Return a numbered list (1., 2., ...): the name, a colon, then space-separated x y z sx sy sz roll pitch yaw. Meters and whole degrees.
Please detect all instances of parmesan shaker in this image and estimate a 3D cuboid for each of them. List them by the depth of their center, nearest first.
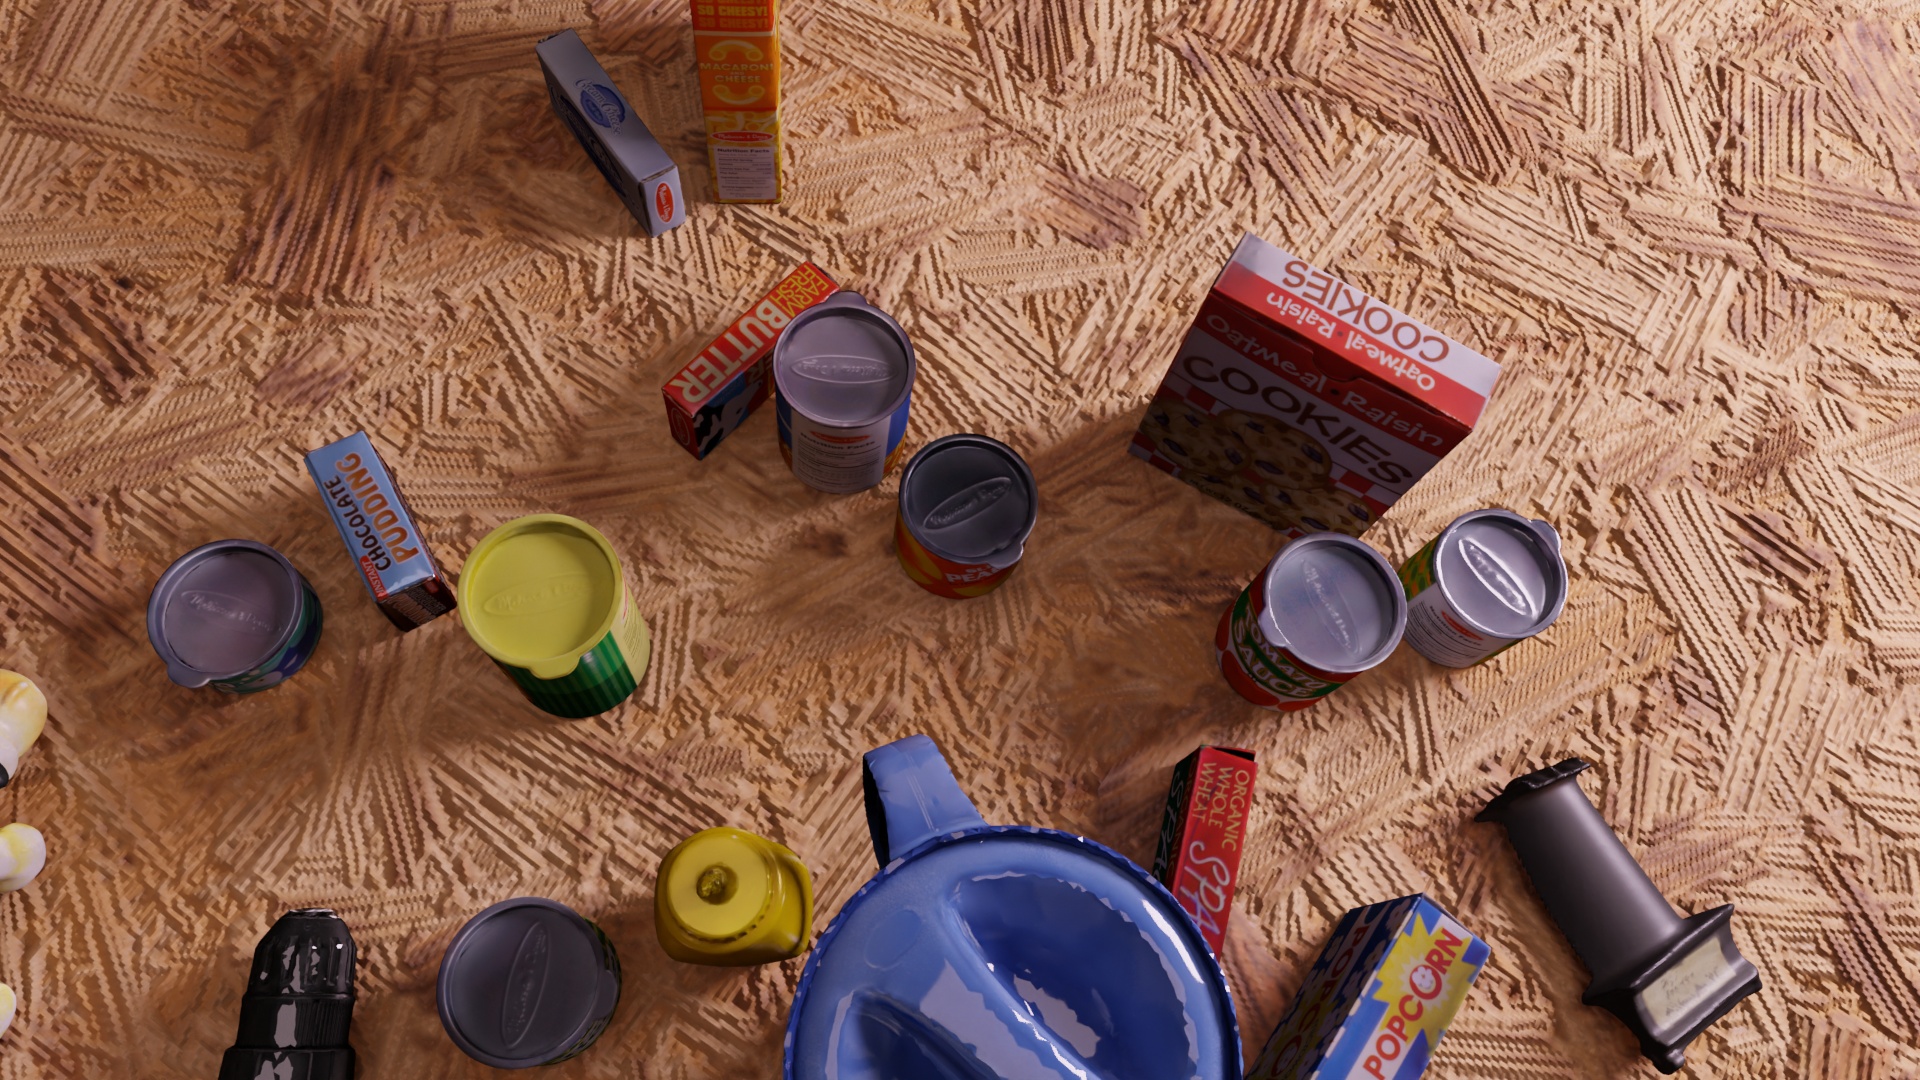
1. parmesan shaker: -0.176 0.039 0.613 0.071 0.102 0.071 2 70 -5

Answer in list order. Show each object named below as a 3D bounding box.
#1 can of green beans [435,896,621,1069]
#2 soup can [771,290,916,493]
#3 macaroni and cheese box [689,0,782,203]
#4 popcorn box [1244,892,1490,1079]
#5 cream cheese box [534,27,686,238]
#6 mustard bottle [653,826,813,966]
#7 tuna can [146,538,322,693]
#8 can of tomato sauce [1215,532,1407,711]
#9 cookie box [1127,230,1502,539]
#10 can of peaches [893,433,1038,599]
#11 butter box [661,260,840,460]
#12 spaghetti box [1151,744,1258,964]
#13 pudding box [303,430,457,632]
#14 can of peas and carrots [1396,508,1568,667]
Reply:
1. can of green beans: -0.178 0.186 0.582 0.071 0.057 0.071 2 70 -5
2. soup can: -0.057 -0.070 0.677 0.071 0.083 0.071 2 70 -5
3. macaroni and cheese box: -0.111 -0.269 0.701 0.040 0.166 0.124 -2 70 -7
4. popcorn box: 0.164 0.216 0.593 0.038 0.085 0.127 37 70 7
5. cream cheese box: -0.184 -0.214 0.733 0.024 0.053 0.104 -33 76 -16
6. mustard bottle: -0.092 0.142 0.553 0.065 0.159 0.049 -1 70 -6
7. tuna can: -0.331 0.038 0.634 0.071 0.032 0.071 2 70 -5
8. can of tomato sauce: 0.162 0.042 0.659 0.071 0.082 0.071 2 70 -5
9. cookie box: 0.156 -0.059 0.651 0.123 0.166 0.040 29 70 5
10. can of peaches: 0.002 -0.008 0.674 0.071 0.058 0.071 2 70 -5
11. butter box: -0.103 -0.090 0.695 0.024 0.053 0.104 41 71 9
12. spaghetti box: 0.088 0.212 0.605 0.029 0.050 0.251 16 69 0
13. pudding box: -0.270 -0.004 0.647 0.030 0.049 0.084 -28 75 -15
14. can of peas and carrots: 0.257 0.023 0.689 0.071 0.058 0.071 2 70 -5
